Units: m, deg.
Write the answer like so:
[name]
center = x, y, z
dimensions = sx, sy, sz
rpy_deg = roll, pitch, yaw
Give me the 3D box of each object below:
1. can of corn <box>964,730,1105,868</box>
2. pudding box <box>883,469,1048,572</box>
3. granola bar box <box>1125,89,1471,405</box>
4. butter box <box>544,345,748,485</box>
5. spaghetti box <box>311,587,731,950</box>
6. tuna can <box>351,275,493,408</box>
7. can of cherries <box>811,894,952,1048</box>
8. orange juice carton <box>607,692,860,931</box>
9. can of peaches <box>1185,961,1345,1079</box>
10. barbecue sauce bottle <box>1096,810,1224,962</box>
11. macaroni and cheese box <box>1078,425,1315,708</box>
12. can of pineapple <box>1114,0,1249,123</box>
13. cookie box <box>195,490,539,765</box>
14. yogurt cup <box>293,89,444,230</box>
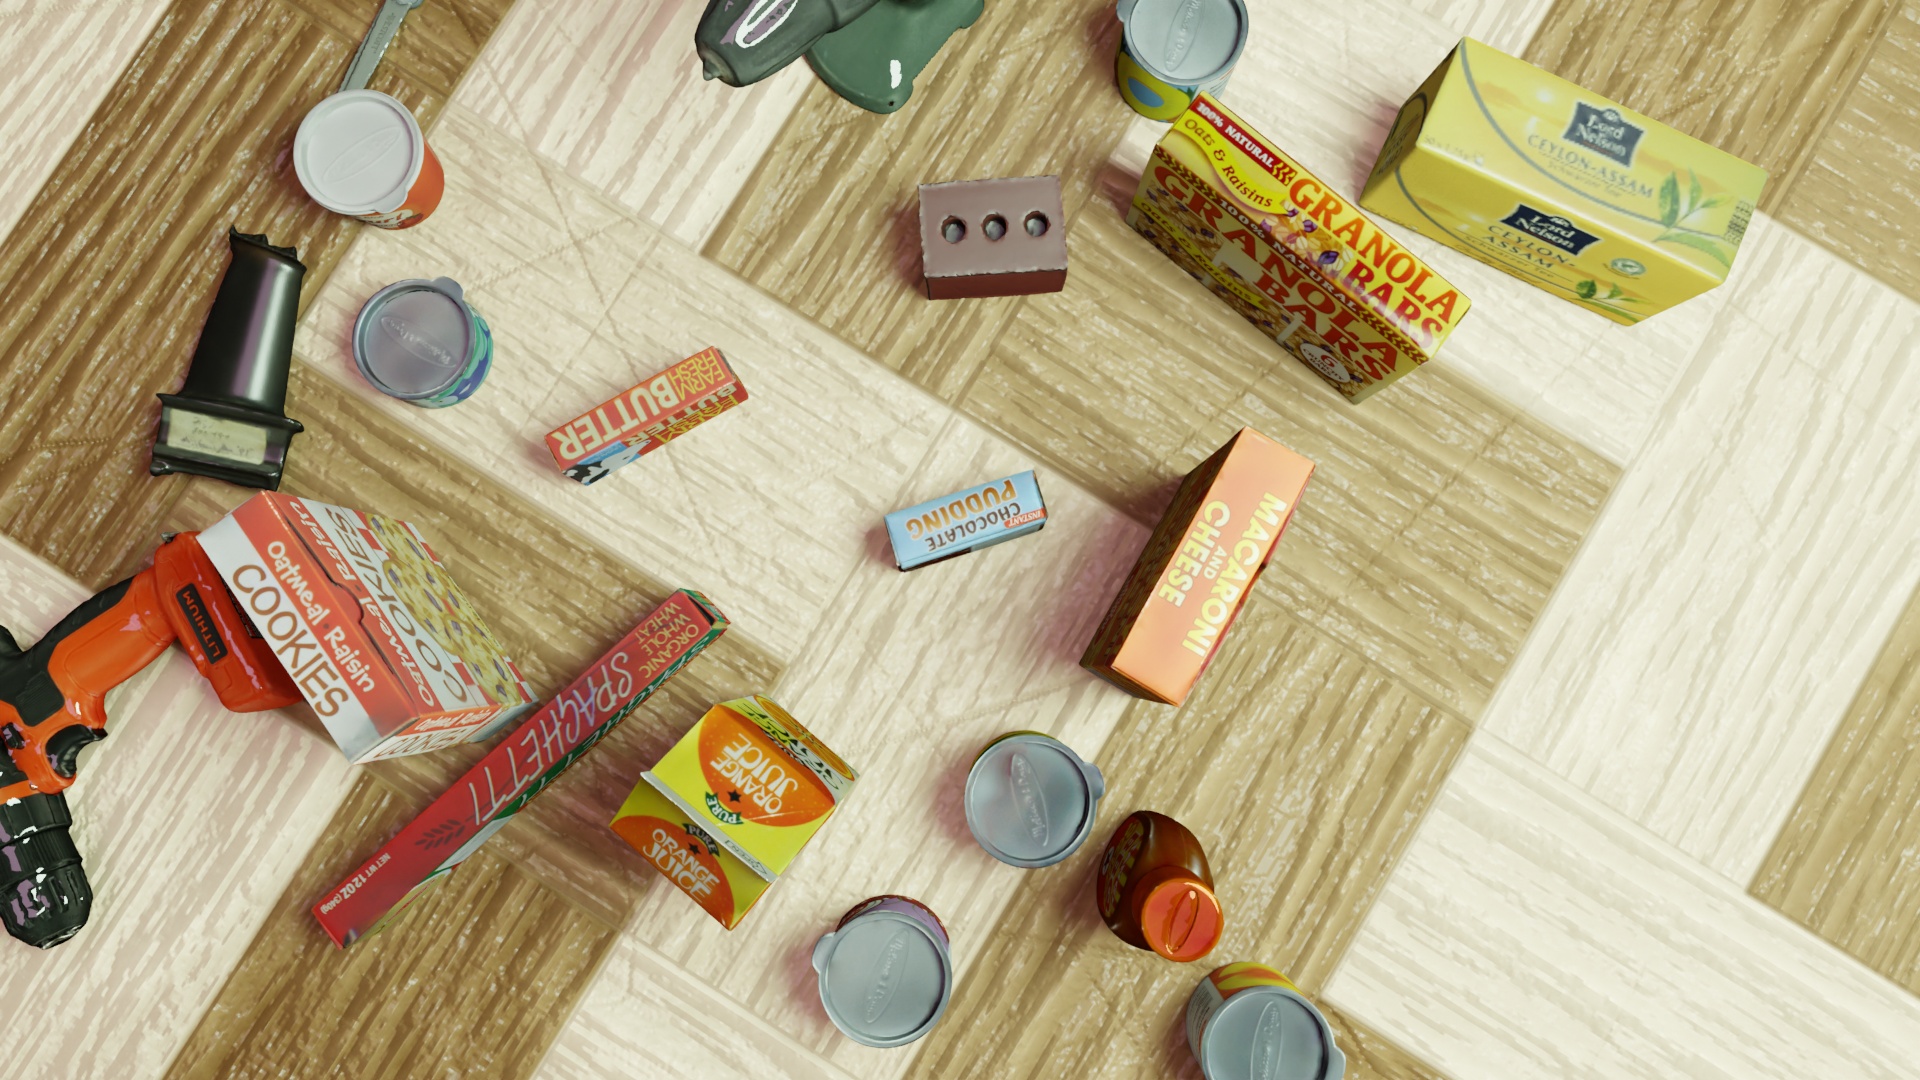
[can of corn]
center = 0.038, 0.132, 0.721
dimensions = 0.071, 0.058, 0.071
rpy_deg = 0, 85, 0
[pudding box]
center = 0.003, -0.009, 0.738
dimensions = 0.084, 0.049, 0.030
rpy_deg = -18, 86, -2
[granola bar box]
center = 0.167, -0.145, 0.713
dimensions = 0.165, 0.124, 0.039
rpy_deg = 39, 87, 3
[butter box]
center = -0.166, -0.066, 0.741
dimensions = 0.103, 0.053, 0.024
rpy_deg = -29, 86, -3
[spaghetti box]
center = -0.224, 0.116, 0.726
dimensions = 0.250, 0.050, 0.029
rpy_deg = -42, 86, -4
[tuna can]
center = -0.290, -0.108, 0.755
dimensions = 0.071, 0.033, 0.071
rpy_deg = 0, 85, 0
[can of cherries]
center = -0.039, 0.217, 0.713
dimensions = 0.071, 0.058, 0.071
rpy_deg = 0, 85, 0
[orange juice carton]
center = -0.103, 0.123, 0.654
dimensions = 0.072, 0.192, 0.073
rpy_deg = 40, 87, 3
[can of peaches]
center = 0.154, 0.255, 0.710
dimensions = 0.071, 0.058, 0.071
rpy_deg = 0, 85, 0
[barbecue sauce bottle]
center = 0.097, 0.170, 0.672
dimensions = 0.044, 0.148, 0.065
rpy_deg = 22, 86, 2
[macaroni and cheese box]
center = 0.110, 0.017, 0.677
dimensions = 0.040, 0.166, 0.124
rpy_deg = 30, 86, 2
[can of pineapple]
center = 0.118, -0.270, 0.758
dimensions = 0.071, 0.058, 0.071
rpy_deg = 0, 85, 0
[cookie box]
center = -0.278, 0.042, 0.673
dimensions = 0.040, 0.167, 0.123
rpy_deg = -37, 86, -3
[yogurt cup]
center = -0.316, -0.202, 0.753
dimensions = 0.072, 0.054, 0.072
rpy_deg = 0, 85, 0
